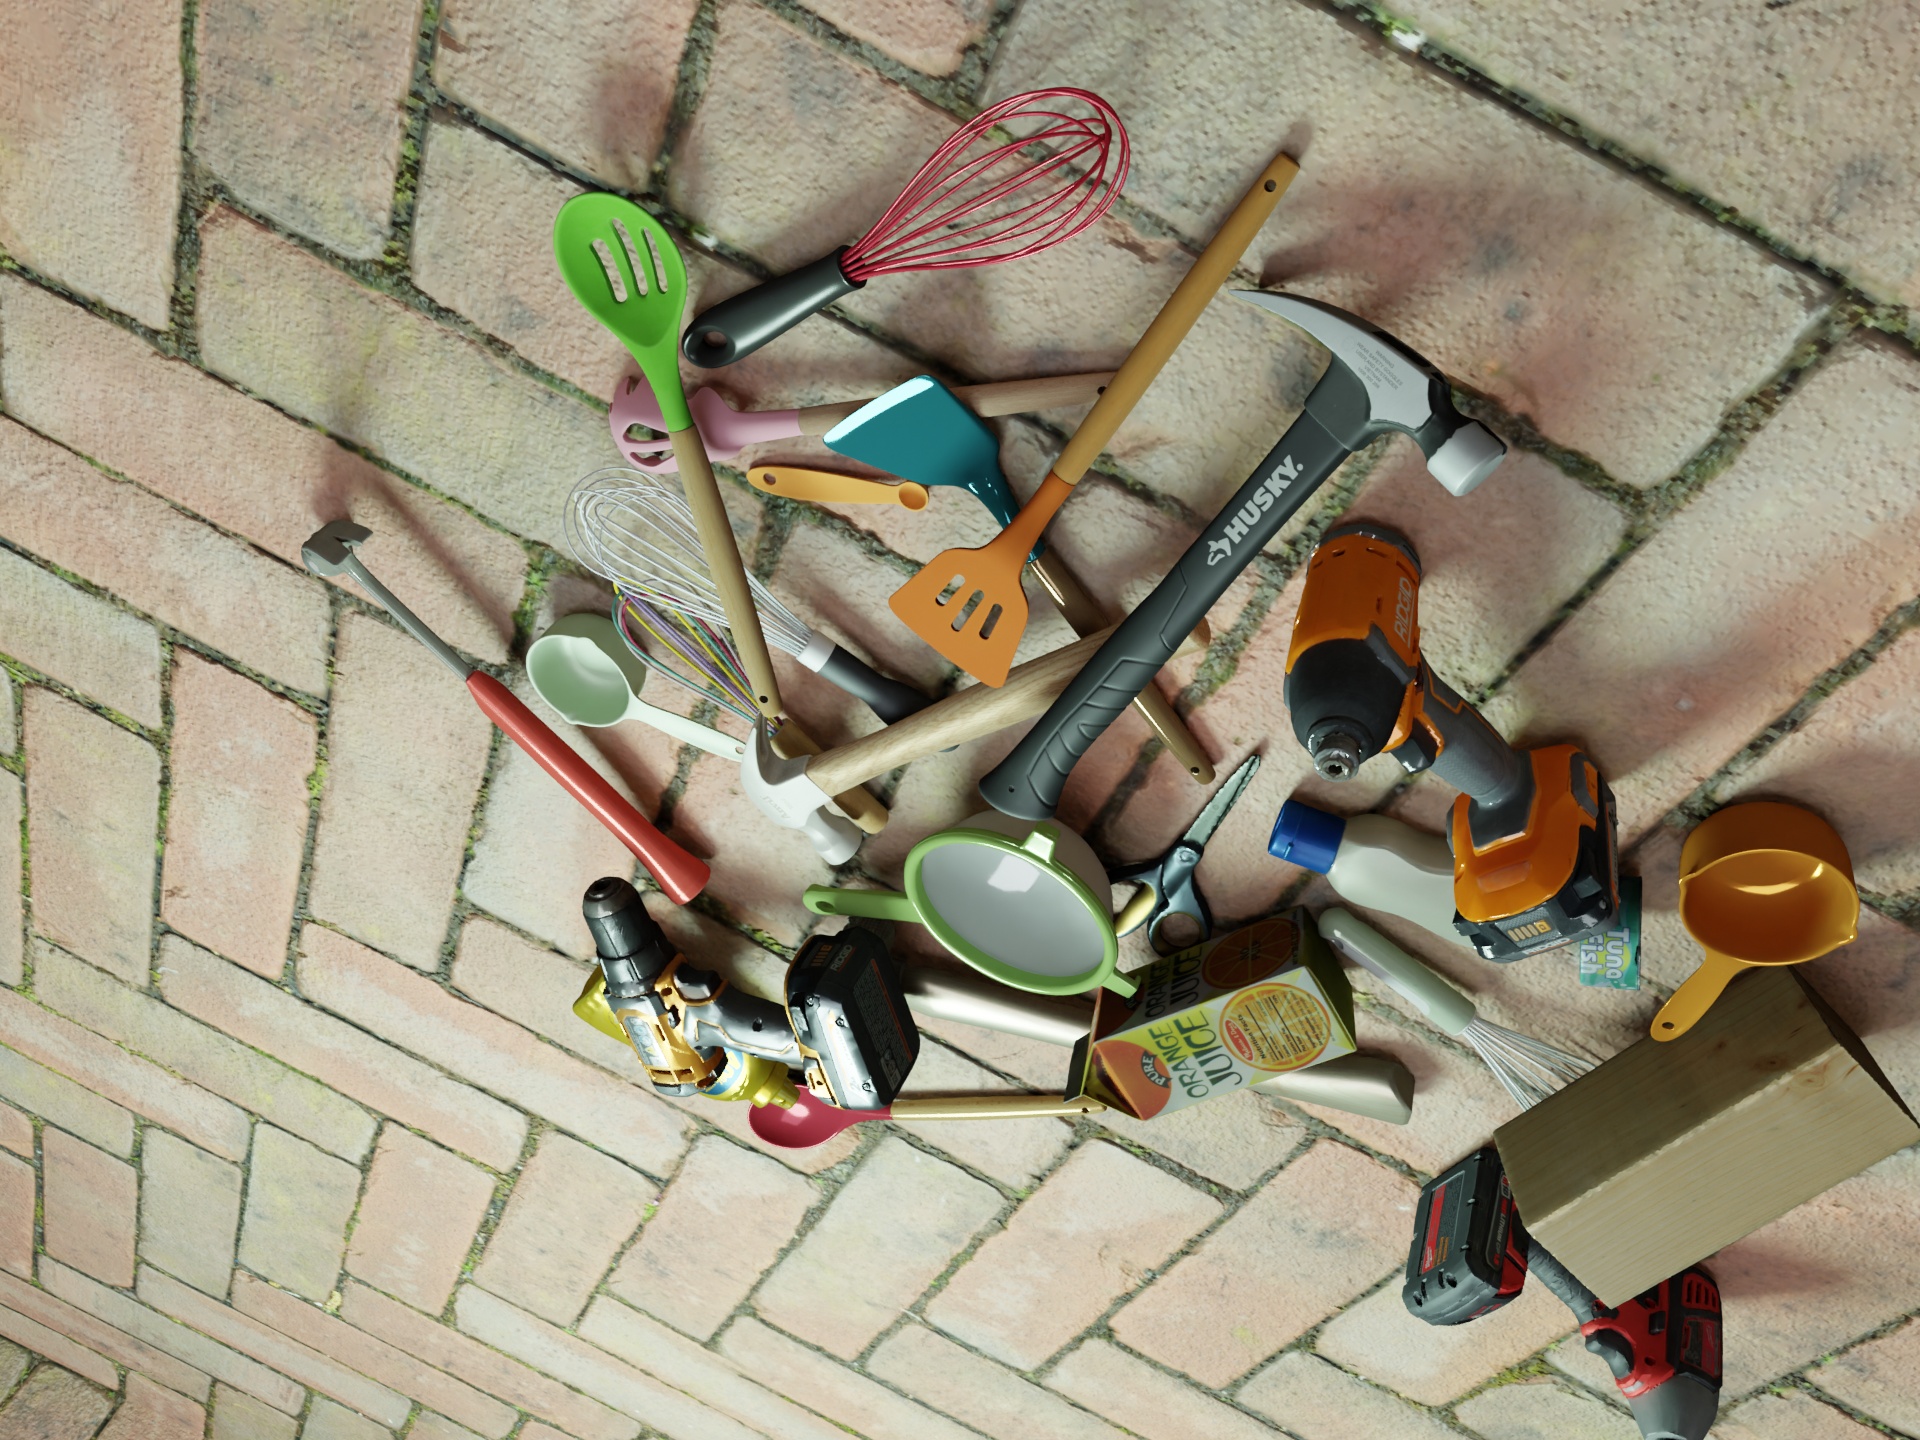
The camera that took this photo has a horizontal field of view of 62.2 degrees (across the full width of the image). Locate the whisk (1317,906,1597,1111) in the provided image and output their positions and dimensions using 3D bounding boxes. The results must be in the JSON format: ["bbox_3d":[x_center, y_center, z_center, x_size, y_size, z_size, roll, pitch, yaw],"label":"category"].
[{"bbox_3d":[0.328,0.197,1.022,0.246,0.059,0.058,36,168,-4],"label":"whisk"}]

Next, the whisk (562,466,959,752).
[{"bbox_3d":[-0.115,-0.062,0.979,0.284,0.070,0.070,33,133,-14],"label":"whisk"}]

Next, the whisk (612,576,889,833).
[{"bbox_3d":[-0.134,-0.008,1.038,0.047,0.051,0.244,-32,115,32],"label":"whisk"}]

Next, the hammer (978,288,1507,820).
[{"bbox_3d":[0.110,-0.066,0.818,0.146,0.035,0.334,49,123,15],"label":"hammer"}]

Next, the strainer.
[{"bbox_3d":[0.002,0.108,1.072,0.256,0.069,0.151,-2,130,39],"label":"strainer"}]

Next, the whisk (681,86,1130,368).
[{"bbox_3d":[-0.040,-0.235,0.800,0.296,0.073,0.073,-15,122,38],"label":"whisk"}]

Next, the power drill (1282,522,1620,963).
[{"bbox_3d":[0.250,0.024,0.826,0.084,0.164,0.226,-29,115,38],"label":"power drill"}]

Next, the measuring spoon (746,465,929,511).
[{"bbox_3d":[-0.071,-0.138,0.925,0.117,0.011,0.021,9,132,19],"label":"measuring spoon"}]

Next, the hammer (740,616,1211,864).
[{"bbox_3d":[-0.002,-0.003,0.950,0.331,0.031,0.130,-23,127,33],"label":"hammer"}]

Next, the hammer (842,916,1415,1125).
[{"bbox_3d":[0.113,0.235,1.146,0.411,0.038,0.146,11,133,13],"label":"hammer"}]

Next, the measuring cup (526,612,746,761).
[{"bbox_3d":[-0.205,-0.018,1.061,0.167,0.038,0.083,24,133,-1],"label":"measuring cup"}]

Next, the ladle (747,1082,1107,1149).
[{"bbox_3d":[-0.031,0.312,1.276,0.315,0.031,0.069,-8,117,25],"label":"ladle"}]

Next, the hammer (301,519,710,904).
[{"bbox_3d":[-0.298,0.002,1.084,0.358,0.037,0.149,48,162,-25],"label":"hammer"}]

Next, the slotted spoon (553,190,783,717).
[{"bbox_3d":[-0.150,-0.139,0.888,0.070,0.031,0.313,-5,118,19],"label":"slotted spoon"}]

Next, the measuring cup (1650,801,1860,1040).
[{"bbox_3d":[0.436,0.116,0.905,0.095,0.052,0.173,19,135,6],"label":"measuring cup"}]

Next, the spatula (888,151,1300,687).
[{"bbox_3d":[0.068,-0.146,0.810,0.081,0.041,0.322,37,117,1],"label":"spatula"}]

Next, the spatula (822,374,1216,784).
[{"bbox_3d":[0.053,-0.069,0.908,0.082,0.044,0.317,-24,118,36],"label":"spatula"}]

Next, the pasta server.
[{"bbox_3d":[-0.060,-0.172,0.881,0.316,0.040,0.060,-3,127,19],"label":"pasta server"}]

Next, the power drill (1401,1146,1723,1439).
[{"bbox_3d":[0.422,0.405,1.094,0.219,0.143,0.078,31,136,-2],"label":"power drill"}]

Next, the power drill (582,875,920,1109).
[{"bbox_3d":[-0.160,0.192,1.137,0.226,0.084,0.185,-2,121,28],"label":"power drill"}]
